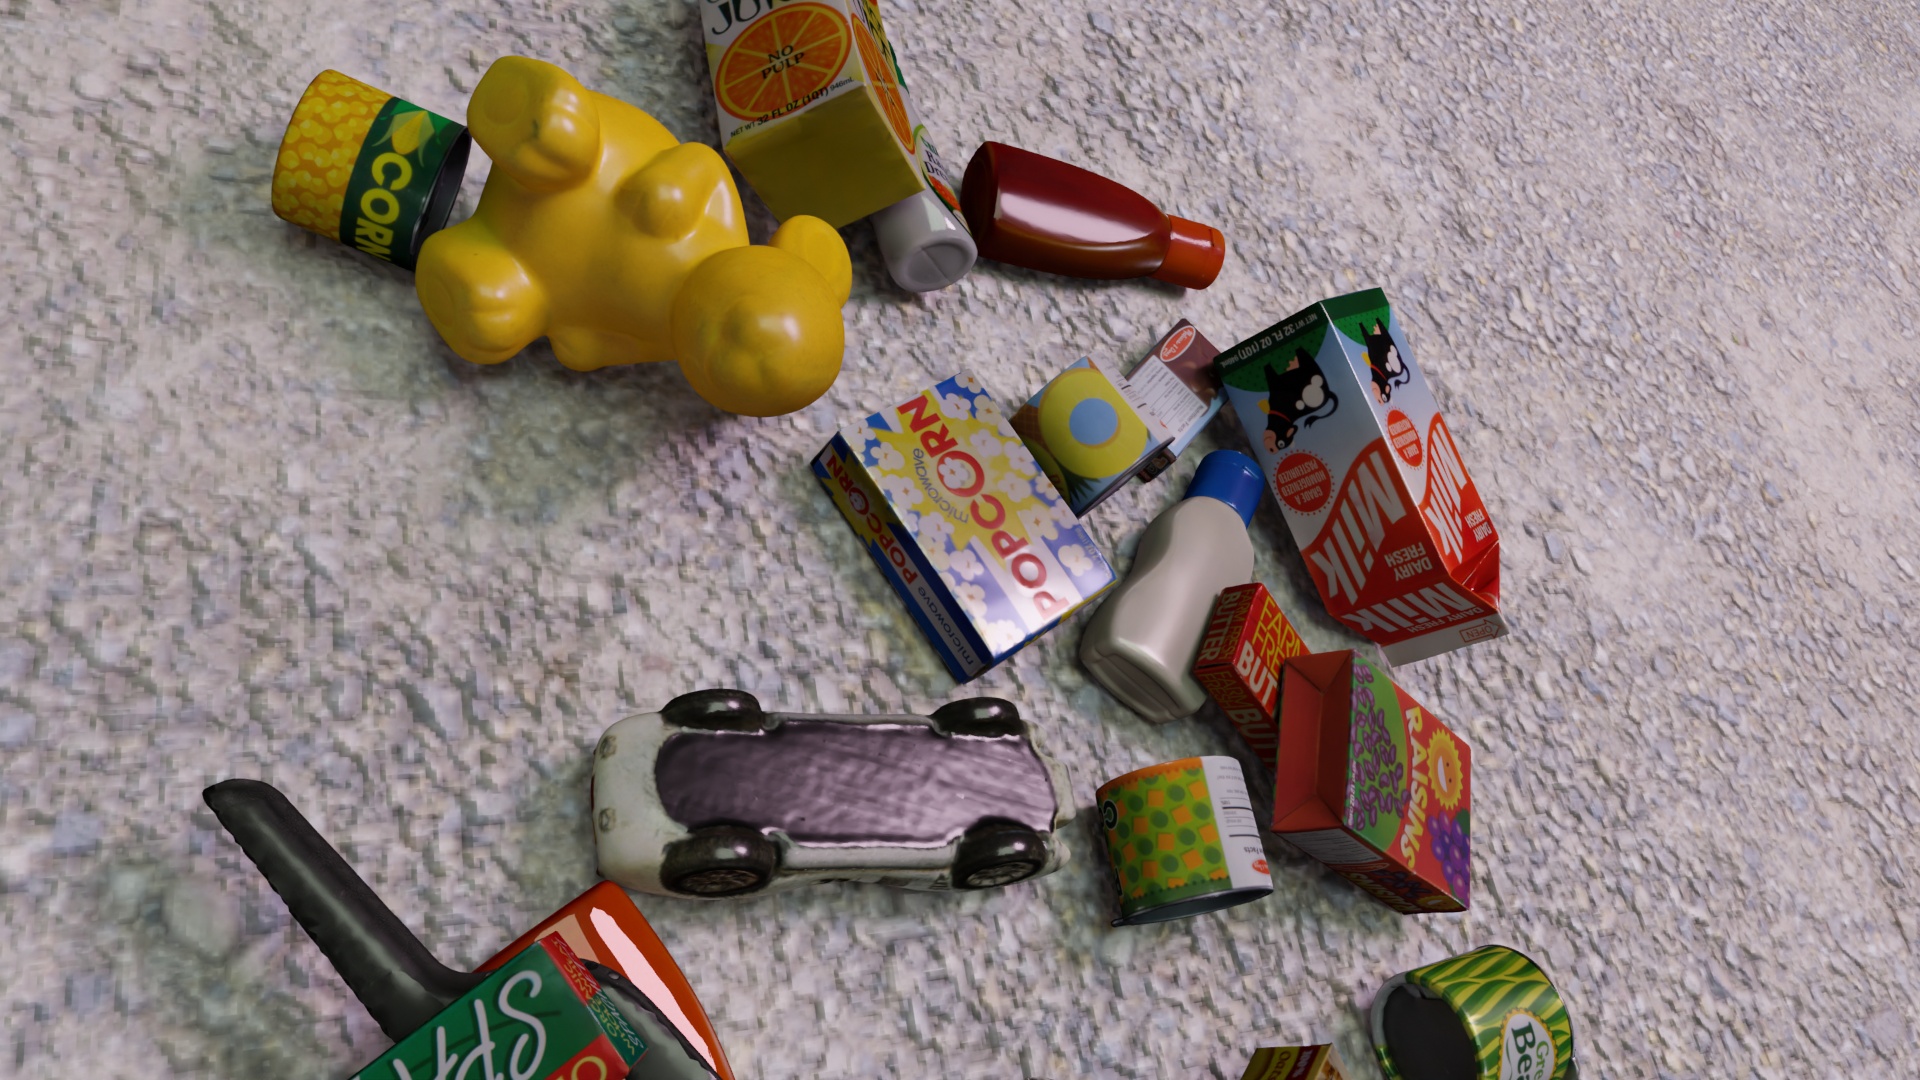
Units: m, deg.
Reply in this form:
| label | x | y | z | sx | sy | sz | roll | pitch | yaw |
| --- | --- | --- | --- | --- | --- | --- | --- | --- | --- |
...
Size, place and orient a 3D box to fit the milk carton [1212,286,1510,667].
| label | x | y | z | sx | sy | sz | roll | pitch | yaw |
| --- | --- | --- | --- | --- | --- | --- | --- | --- | --- |
| milk carton | 0.215 | -0.029 | 0.725 | 0.074 | 0.072 | 0.190 | -20 | 86 | -47 |

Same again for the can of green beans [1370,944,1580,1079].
| label | x | y | z | sx | sy | sz | roll | pitch | yaw |
| --- | --- | --- | --- | --- | --- | --- | --- | --- | --- |
| can of green beans | 0.228 | 0.221 | 0.623 | 0.058 | 0.071 | 0.071 | -5 | 68 | -29 |

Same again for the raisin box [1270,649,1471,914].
| label | x | y | z | sx | sy | sz | roll | pitch | yaw |
| --- | --- | --- | --- | --- | --- | --- | --- | --- | --- |
| raisin box | 0.195 | 0.116 | 0.650 | 0.123 | 0.040 | 0.086 | 35 | 54 | -37 |

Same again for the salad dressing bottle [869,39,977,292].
| label | x | y | z | sx | sy | sz | roll | pitch | yaw |
| --- | --- | --- | --- | --- | --- | --- | --- | --- | --- |
| salad dressing bottle | -0.034 | -0.198 | 0.715 | 0.064 | 0.044 | 0.148 | 38 | 30 | -61 |

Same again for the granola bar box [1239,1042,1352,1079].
| label | x | y | z | sx | sy | sz | roll | pitch | yaw |
| --- | --- | --- | --- | --- | --- | --- | --- | --- | --- |
| granola bar box | 0.122 | 0.291 | 0.511 | 0.166 | 0.039 | 0.124 | -38 | 101 | -49 |

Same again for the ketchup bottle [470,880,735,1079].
| label | x | y | z | sx | sy | sz | roll | pitch | yaw |
| --- | --- | --- | --- | --- | --- | --- | --- | --- | --- |
| ketchup bottle | -0.106 | 0.195 | 0.480 | 0.065 | 0.043 | 0.149 | -34 | 83 | -26 |

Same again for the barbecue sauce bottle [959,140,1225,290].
| label | x | y | z | sx | sy | sz | roll | pitch | yaw |
| --- | --- | --- | --- | --- | --- | --- | --- | --- | --- |
| barbecue sauce bottle | 0.075 | -0.171 | 0.762 | 0.149 | 0.043 | 0.065 | 9 | 62 | -23 |

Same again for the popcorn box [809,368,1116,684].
| label | x | y | z | sx | sy | sz | roll | pitch | yaw |
| --- | --- | --- | --- | --- | --- | --- | --- | --- | --- |
| popcorn box | 0.002 | -0.008 | 0.643 | 0.085 | 0.038 | 0.127 | -29 | 81 | -34 |

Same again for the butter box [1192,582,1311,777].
| label | x | y | z | sx | sy | sz | roll | pitch | yaw |
| --- | --- | --- | --- | --- | --- | --- | --- | --- | --- |
| butter box | 0.151 | 0.072 | 0.662 | 0.103 | 0.024 | 0.053 | 50 | 50 | -29 |

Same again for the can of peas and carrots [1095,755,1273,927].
| label | x | y | z | sx | sy | sz | roll | pitch | yaw |
| --- | --- | --- | --- | --- | --- | --- | --- | --- | --- |
| can of peas and carrots | 0.094 | 0.131 | 0.604 | 0.071 | 0.070 | 0.059 | 1 | 65 | -27 |

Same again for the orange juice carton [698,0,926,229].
| label | x | y | z | sx | sy | sz | roll | pitch | yaw |
| --- | --- | --- | --- | --- | --- | --- | --- | --- | --- |
| orange juice carton | -0.079 | -0.247 | 0.680 | 0.072 | 0.073 | 0.193 | -21 | 58 | 12 |

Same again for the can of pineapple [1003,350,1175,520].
| label | x | y | z | sx | sy | sz | roll | pitch | yaw |
| --- | --- | --- | --- | --- | --- | --- | --- | --- | --- |
| can of pineapple | 0.060 | -0.049 | 0.679 | 0.071 | 0.070 | 0.058 | -36 | 84 | -36 |

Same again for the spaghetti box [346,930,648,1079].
| label | x | y | z | sx | sy | sz | roll | pitch | yaw |
| --- | --- | --- | --- | --- | --- | --- | --- | --- | --- |
| spaghetti box | -0.205 | 0.206 | 0.383 | 0.251 | 0.028 | 0.050 | -36 | 85 | -15 |

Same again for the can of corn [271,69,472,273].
| label | x | y | z | sx | sy | sz | roll | pitch | yaw |
| --- | --- | --- | --- | --- | --- | --- | --- | --- | --- |
| can of corn | -0.243 | -0.151 | 0.574 | 0.058 | 0.071 | 0.071 | 21 | 58 | -15 |

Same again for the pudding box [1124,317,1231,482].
| label | x | y | z | sx | sy | sz | roll | pitch | yaw |
| --- | --- | --- | --- | --- | --- | --- | --- | --- | --- |
| pudding box | 0.110 | -0.075 | 0.739 | 0.049 | 0.030 | 0.084 | 44 | 54 | 1 |

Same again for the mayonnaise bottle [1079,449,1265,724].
| label | x | y | z | sx | sy | sz | roll | pitch | yaw |
| --- | --- | --- | --- | --- | --- | --- | --- | --- | --- |
| mayonnaise bottle | 0.112 | 0.016 | 0.686 | 0.064 | 0.041 | 0.149 | 40 | 53 | -12 |
